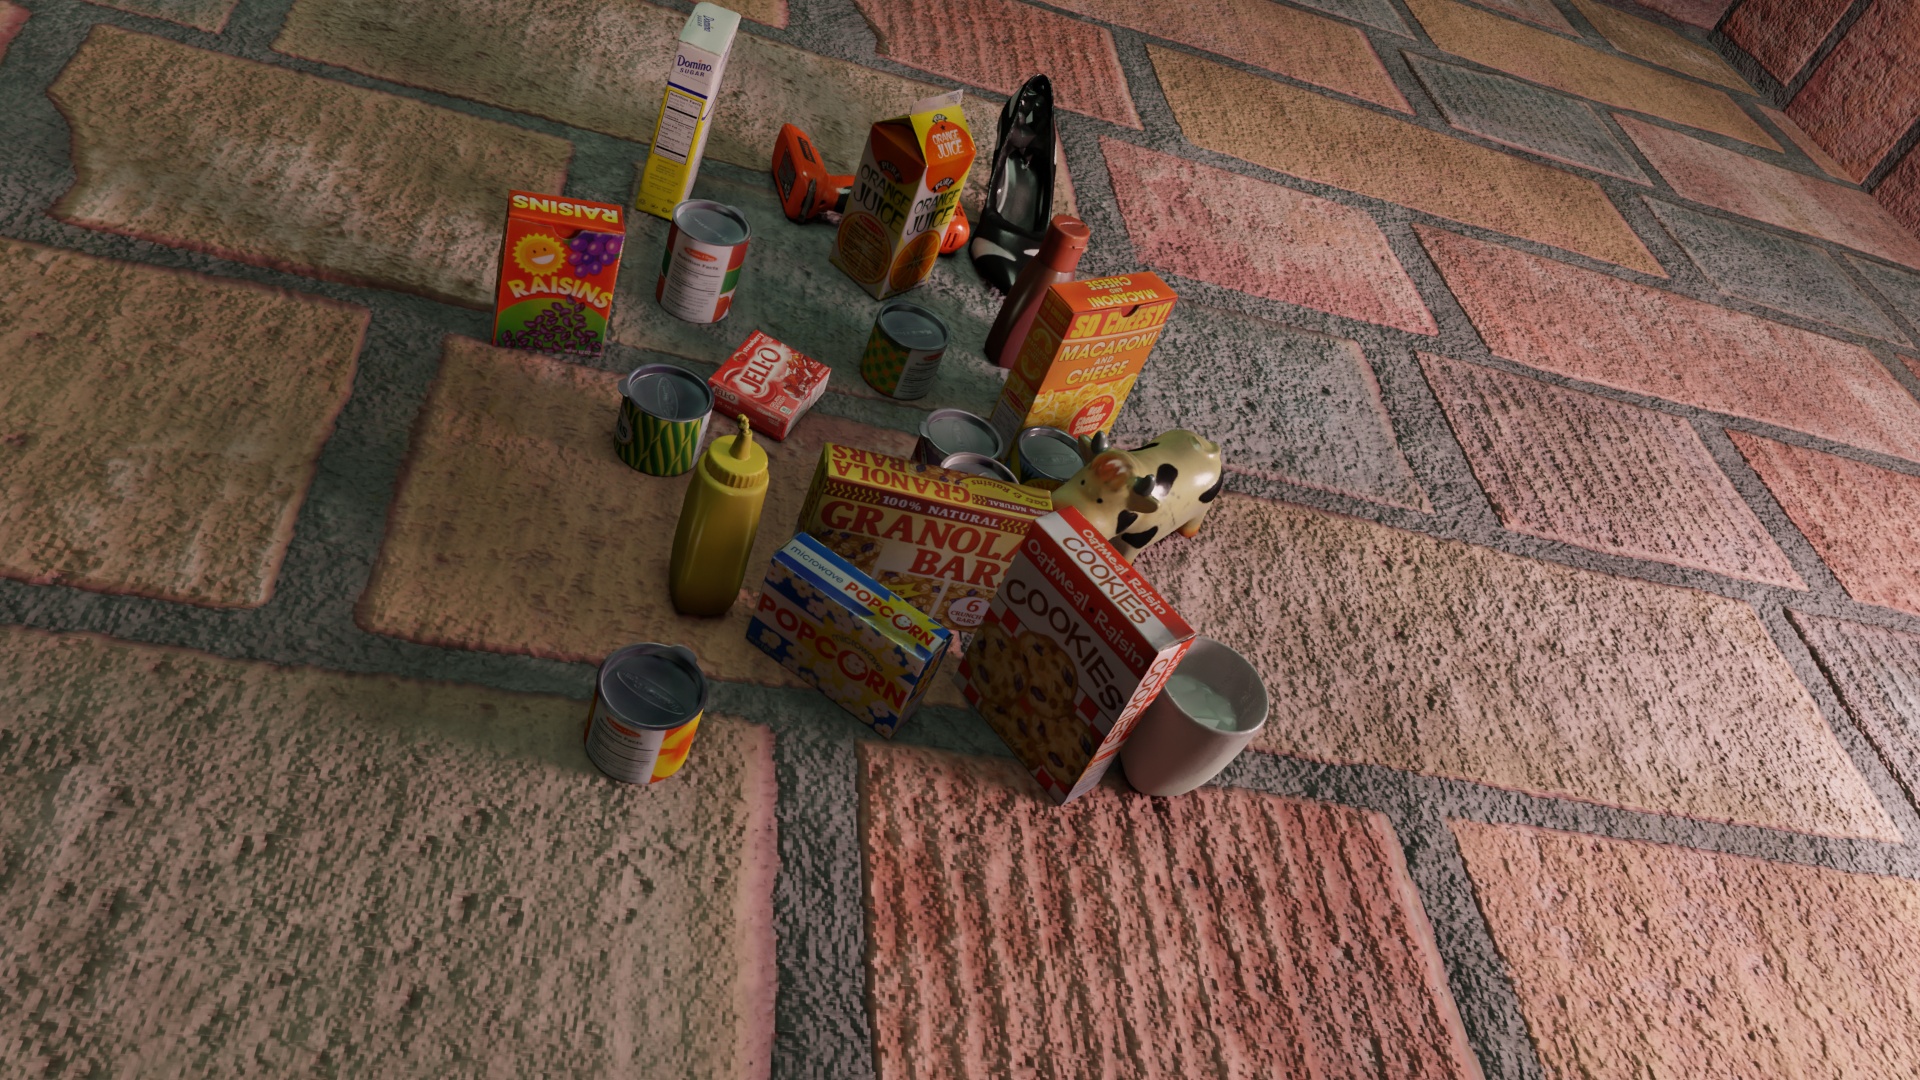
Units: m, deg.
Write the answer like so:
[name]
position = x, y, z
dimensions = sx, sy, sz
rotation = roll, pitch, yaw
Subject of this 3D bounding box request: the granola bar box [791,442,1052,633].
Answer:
[granola bar box]
position = -0.032, 0.003, 0.986
dimensions = 0.166, 0.123, 0.039
rotation = 11, 42, -15

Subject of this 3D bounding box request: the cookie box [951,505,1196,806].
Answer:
[cookie box]
position = 0.071, 0.078, 0.924
dimensions = 0.040, 0.166, 0.123
rotation = -19, 57, -40

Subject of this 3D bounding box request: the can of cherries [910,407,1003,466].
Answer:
[can of cherries]
position = -0.009, -0.065, 1.122
dimensions = 0.071, 0.058, 0.072
rotation = 14, 41, -13

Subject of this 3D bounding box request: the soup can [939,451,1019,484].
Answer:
[soup can]
position = 0.004, -0.013, 1.053
dimensions = 0.071, 0.083, 0.072
rotation = 14, 41, -13

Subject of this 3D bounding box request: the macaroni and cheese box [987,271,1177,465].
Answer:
[macaroni and cheese box]
position = 0.100, -0.145, 1.179
dimensions = 0.124, 0.165, 0.040
rotation = -15, 54, -38

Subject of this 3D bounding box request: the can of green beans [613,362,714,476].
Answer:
[can of green beans]
position = -0.223, -0.091, 1.043
dimensions = 0.071, 0.057, 0.071
rotation = 14, 41, -13

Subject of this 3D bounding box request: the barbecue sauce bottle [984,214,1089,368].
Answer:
[barbecue sauce bottle]
position = 0.074, -0.225, 1.266
dimensions = 0.065, 0.147, 0.044
rotation = -10, 51, -34

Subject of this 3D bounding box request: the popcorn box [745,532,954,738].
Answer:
[popcorn box]
position = -0.077, 0.063, 0.929
dimensions = 0.127, 0.084, 0.038
rotation = 34, 41, 10

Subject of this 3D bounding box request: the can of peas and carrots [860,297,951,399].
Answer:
[can of peas and carrots]
position = -0.050, -0.167, 1.210
dimensions = 0.071, 0.058, 0.071
rotation = 14, 41, -13

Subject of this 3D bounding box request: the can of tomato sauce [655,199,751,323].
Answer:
[can of tomato sauce]
position = -0.219, -0.238, 1.184
dimensions = 0.071, 0.082, 0.071
rotation = 14, 41, -13

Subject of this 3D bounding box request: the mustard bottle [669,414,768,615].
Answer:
[mustard bottle]
position = -0.157, -0.020, 0.921
dimensions = 0.049, 0.159, 0.065
rotation = 6, 44, -21

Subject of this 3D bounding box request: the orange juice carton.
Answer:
[orange juice carton]
position = -0.049, -0.324, 1.276
dimensions = 0.073, 0.191, 0.072
rotation = 42, 43, 19

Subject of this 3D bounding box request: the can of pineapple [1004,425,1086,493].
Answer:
[can of pineapple]
position = 0.068, -0.051, 1.146
dimensions = 0.071, 0.057, 0.071
rotation = 14, 41, -13

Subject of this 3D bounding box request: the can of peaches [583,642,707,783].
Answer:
[can of peaches]
position = -0.191, 0.105, 0.849
dimensions = 0.071, 0.057, 0.071
rotation = 14, 41, -13

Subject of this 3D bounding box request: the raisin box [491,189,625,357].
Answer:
[raisin box]
position = -0.311, -0.203, 1.070
dimensions = 0.086, 0.122, 0.040
rotation = 5, 44, -22
